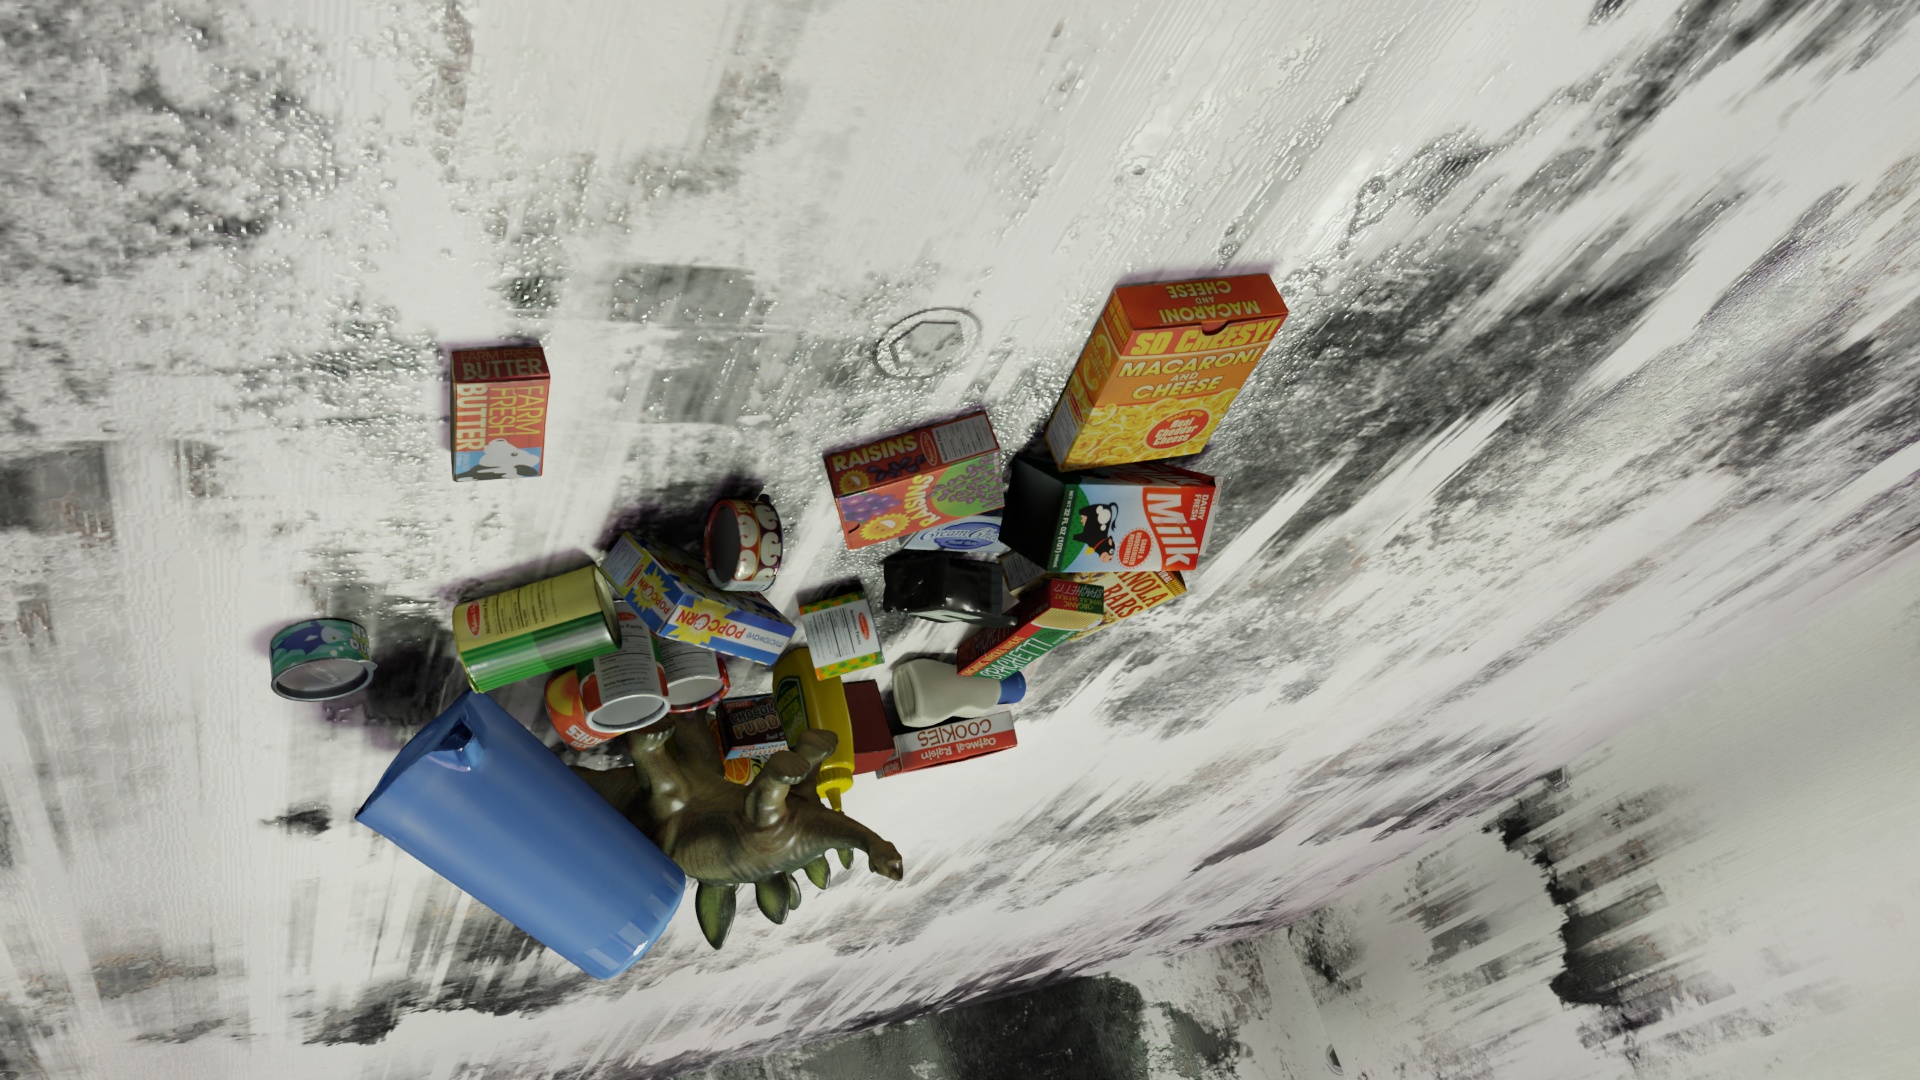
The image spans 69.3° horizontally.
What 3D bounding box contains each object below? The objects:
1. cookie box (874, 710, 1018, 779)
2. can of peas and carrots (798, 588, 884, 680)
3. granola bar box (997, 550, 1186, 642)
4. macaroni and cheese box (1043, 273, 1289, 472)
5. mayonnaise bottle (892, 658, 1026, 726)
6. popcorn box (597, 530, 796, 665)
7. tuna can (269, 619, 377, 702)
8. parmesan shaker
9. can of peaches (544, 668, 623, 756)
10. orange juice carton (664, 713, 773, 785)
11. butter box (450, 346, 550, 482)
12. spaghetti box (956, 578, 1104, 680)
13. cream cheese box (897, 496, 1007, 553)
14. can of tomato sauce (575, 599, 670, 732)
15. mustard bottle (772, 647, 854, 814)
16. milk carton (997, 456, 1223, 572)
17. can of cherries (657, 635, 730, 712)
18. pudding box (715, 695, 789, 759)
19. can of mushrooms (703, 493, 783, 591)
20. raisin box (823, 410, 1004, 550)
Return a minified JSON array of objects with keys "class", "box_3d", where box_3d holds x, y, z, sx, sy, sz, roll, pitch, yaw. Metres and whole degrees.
[{"class":"cookie box","box_3d":[-0.020,0.216,1.453,0.123,0.040,0.167,-11,171,-15]},{"class":"can of peas and carrots","box_3d":[-0.101,0.080,1.174,0.059,0.071,0.070,-15,153,-7]},{"class":"granola bar box","box_3d":[0.122,0.031,1.256,0.124,0.039,0.165,-25,152,14]},{"class":"macaroni and cheese box","box_3d":[0.144,-0.117,0.993,0.124,0.040,0.165,-9,152,-21]},{"class":"mayonnaise bottle","box_3d":[0.001,0.148,1.374,0.148,0.065,0.041,2,160,-43]},{"class":"popcorn box","box_3d":[-0.191,0.044,1.018,0.038,0.085,0.126,-55,145,7]},{"class":"tuna can","box_3d":[-0.452,0.085,0.986,0.071,0.033,0.070,-15,153,-8]},{"class":"parmesan shaker","box_3d":[-0.304,0.066,1.004,0.103,0.071,0.071,-17,153,-6]},{"class":"can of peaches","box_3d":[-0.297,0.134,1.138,0.058,0.071,0.071,-24,153,7]},{"class":"orange juice carton","box_3d":[-0.226,0.233,1.369,0.073,0.072,0.192,-27,152,15]},{"class":"butter box","box_3d":[-0.272,-0.072,0.819,0.053,0.024,0.103,-6,150,-24]},{"class":"spaghetti box","box_3d":[0.057,0.084,1.251,0.050,0.029,0.249,9,159,-17]},{"class":"cream cheese box","box_3d":[0.004,-0.014,1.111,0.104,0.024,0.053,4,145,-38]},{"class":"can of tomato sauce","box_3d":[-0.265,0.099,1.080,0.071,0.083,0.071,-15,152,-8]},{"class":"mustard bottle","box_3d":[-0.125,0.174,1.228,0.049,0.161,0.065,5,143,-37]},{"class":"milk carton","box_3d":[0.132,-0.021,1.101,0.191,0.073,0.072,1,109,-34]},{"class":"can of cherries","box_3d":[-0.226,0.103,1.139,0.071,0.058,0.071,-15,152,-8]},{"class":"pudding box","box_3d":[-0.185,0.174,1.311,0.084,0.050,0.030,-3,150,-28]},{"class":"can of mushrooms","box_3d":[-0.156,0.001,0.992,0.033,0.071,0.070,2,146,-34]},{"class":"raisin box","box_3d":[-0.032,-0.042,1.019,0.123,0.040,0.085,-16,154,-5]}]
